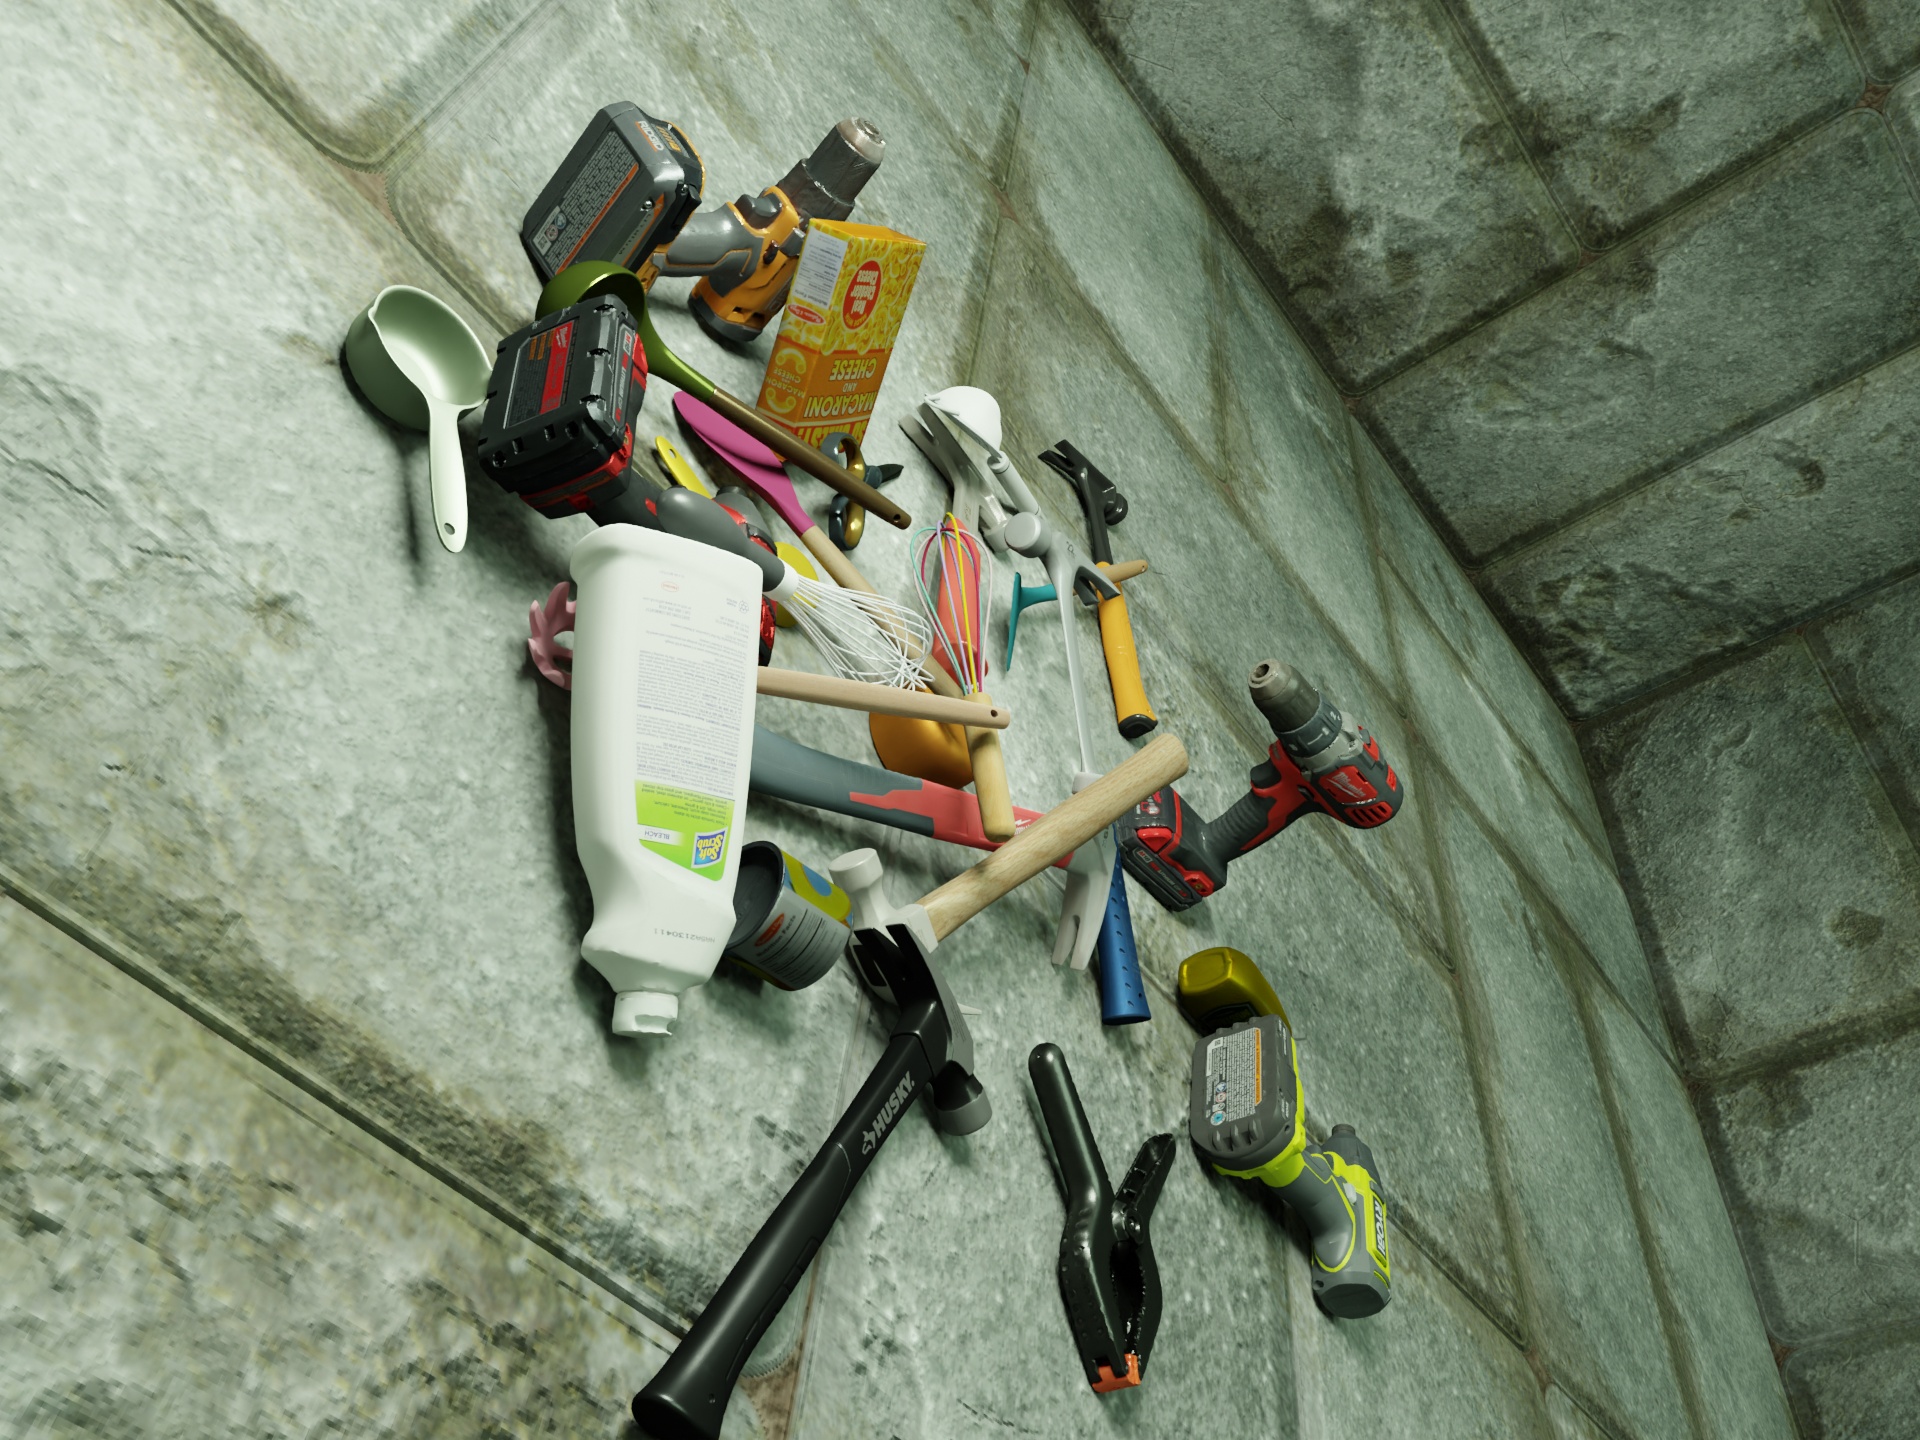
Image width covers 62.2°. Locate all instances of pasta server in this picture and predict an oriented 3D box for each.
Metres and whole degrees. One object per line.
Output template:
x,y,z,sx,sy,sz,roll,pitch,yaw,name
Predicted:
-0.101,-0.024,0.928,0.316,0.040,0.060,9,69,-31,pasta server

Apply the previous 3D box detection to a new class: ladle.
-0.145,-0.202,1.067,0.319,0.078,0.062,30,13,-38,ladle

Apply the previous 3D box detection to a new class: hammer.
-0.004,-0.134,1.253,0.149,0.036,0.359,50,20,-21,hammer
-0.028,0.072,1.043,0.386,0.038,0.143,18,81,-45,hammer
0.144,-0.127,1.559,0.127,0.034,0.337,35,36,-42,hammer
-0.071,0.235,0.819,0.335,0.035,0.146,-47,121,-59,hammer
0.052,0.088,1.068,0.331,0.031,0.130,-29,106,-41,hammer
0.106,0.038,1.265,0.144,0.035,0.406,25,53,-54,hammer

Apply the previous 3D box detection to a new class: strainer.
0.031,-0.236,1.417,0.087,0.050,0.258,42,-1,28,strainer

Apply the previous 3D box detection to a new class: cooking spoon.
-0.089,-0.110,1.094,0.319,0.017,0.069,48,25,6,cooking spoon

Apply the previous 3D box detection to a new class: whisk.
-0.093,-0.071,0.949,0.284,0.070,0.070,34,36,-58,whisk
0.006,-0.034,1.050,0.051,0.047,0.245,13,55,-37,whisk

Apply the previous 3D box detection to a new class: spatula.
0.105,-0.116,1.433,0.317,0.044,0.082,-22,121,-55,spatula

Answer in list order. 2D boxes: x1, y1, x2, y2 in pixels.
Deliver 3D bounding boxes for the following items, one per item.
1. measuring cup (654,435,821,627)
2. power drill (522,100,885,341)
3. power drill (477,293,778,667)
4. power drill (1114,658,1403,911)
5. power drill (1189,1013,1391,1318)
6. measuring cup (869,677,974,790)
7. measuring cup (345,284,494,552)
-0.147,-0.131,1.064,0.156,0.029,0.062,53,28,-20,measuring cup
-0.162,-0.351,1.085,0.084,0.185,0.226,55,28,15,power drill
-0.178,-0.133,0.933,0.219,0.078,0.143,52,27,-47,power drill
0.230,0.052,1.322,0.187,0.226,0.080,44,31,-31,power drill
0.275,0.349,1.288,0.223,0.080,0.171,52,29,-25,power drill
-0.002,-0.004,1.168,0.095,0.052,0.173,59,29,-4,measuring cup
-0.286,-0.153,0.843,0.083,0.038,0.168,21,49,-52,measuring cup
